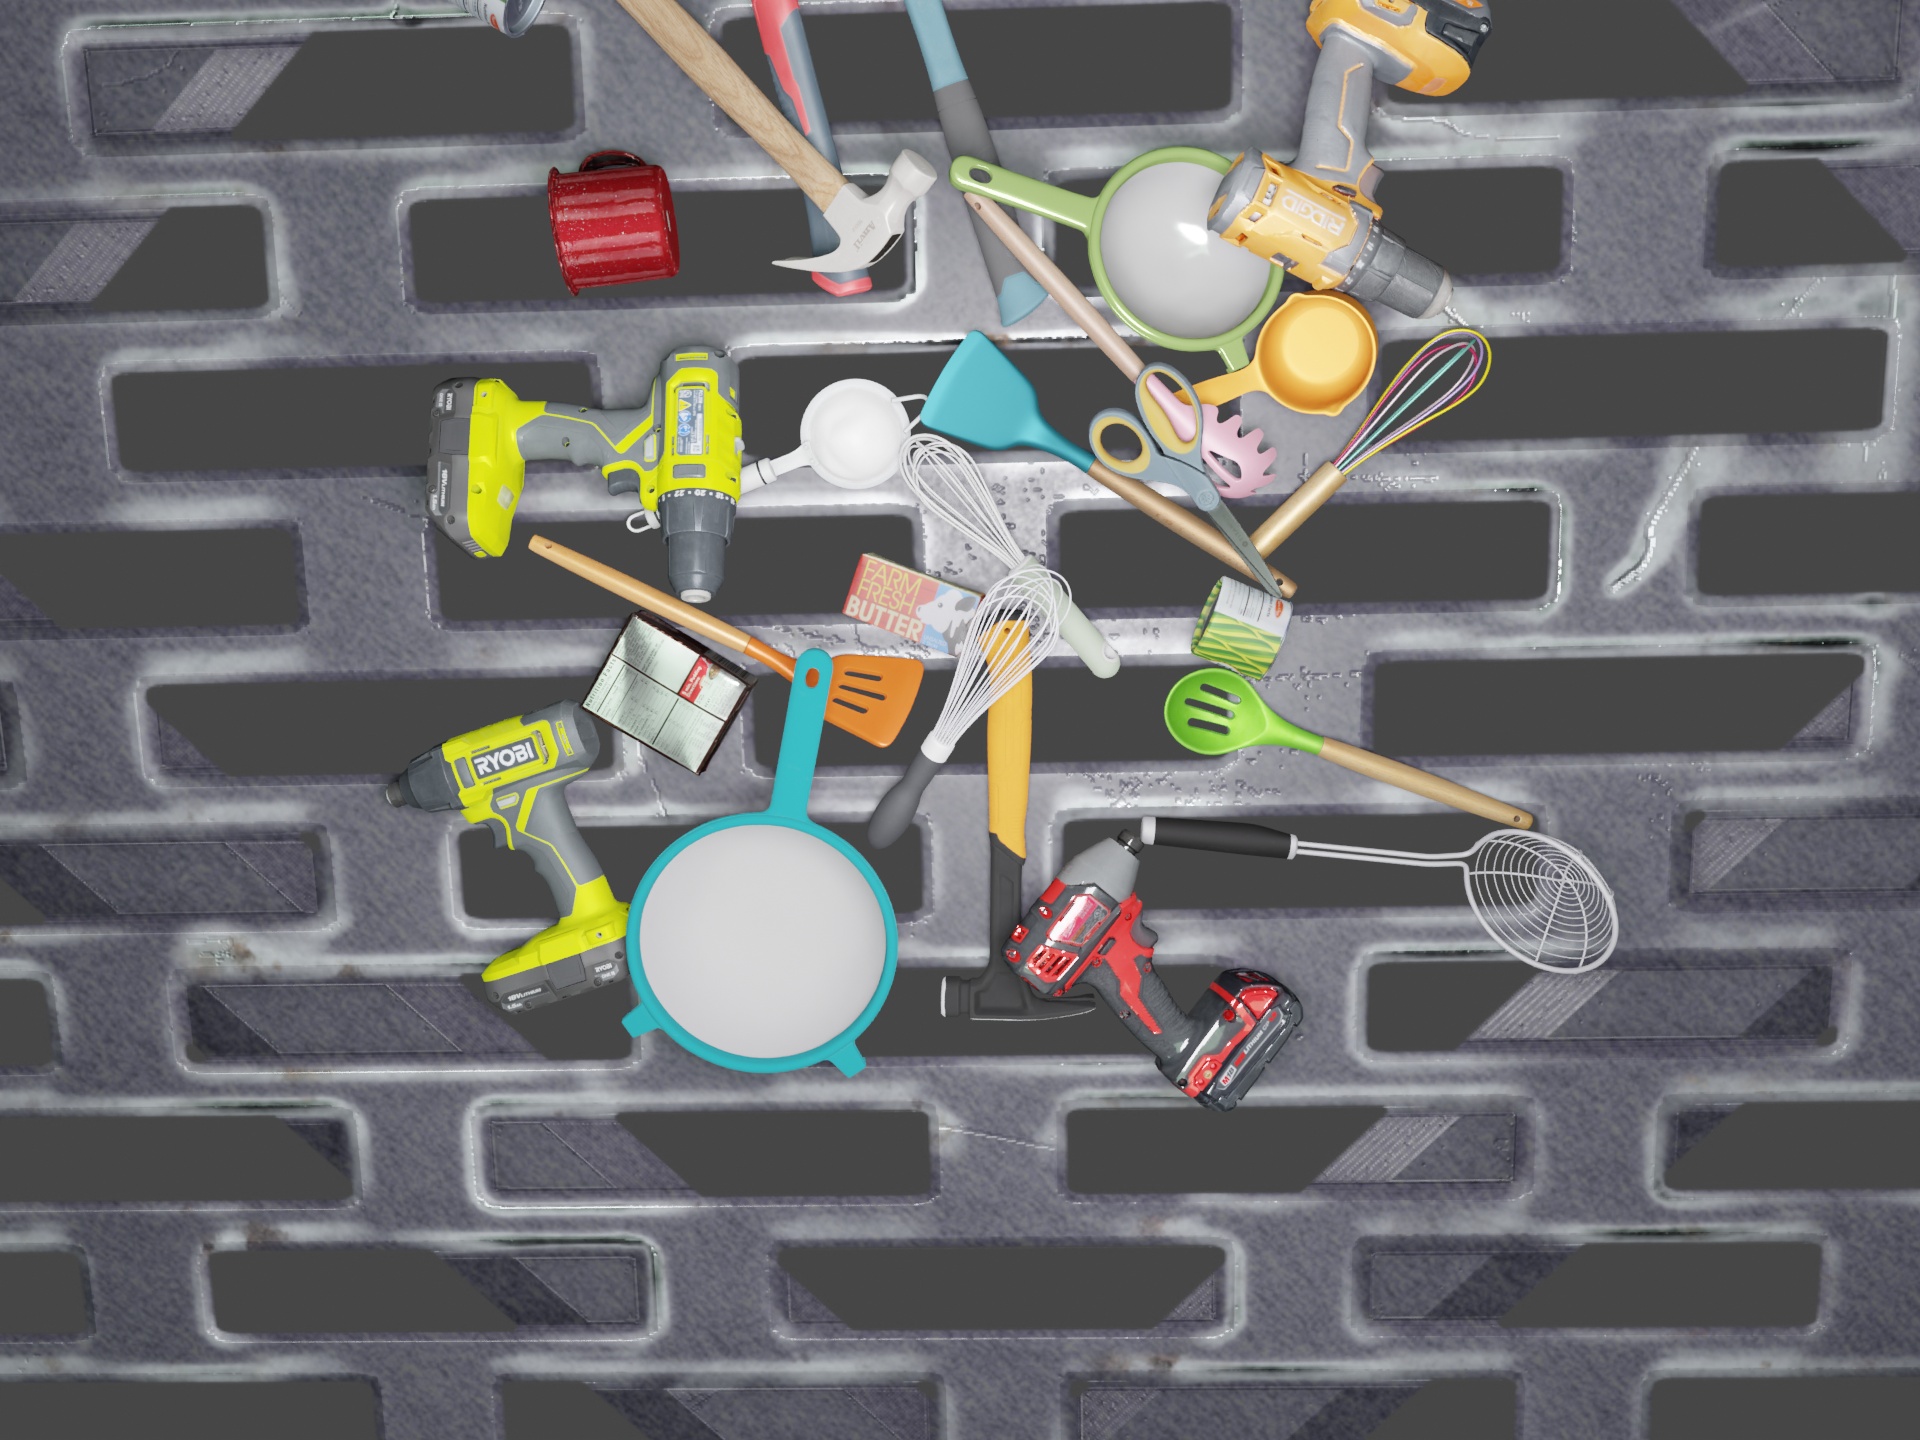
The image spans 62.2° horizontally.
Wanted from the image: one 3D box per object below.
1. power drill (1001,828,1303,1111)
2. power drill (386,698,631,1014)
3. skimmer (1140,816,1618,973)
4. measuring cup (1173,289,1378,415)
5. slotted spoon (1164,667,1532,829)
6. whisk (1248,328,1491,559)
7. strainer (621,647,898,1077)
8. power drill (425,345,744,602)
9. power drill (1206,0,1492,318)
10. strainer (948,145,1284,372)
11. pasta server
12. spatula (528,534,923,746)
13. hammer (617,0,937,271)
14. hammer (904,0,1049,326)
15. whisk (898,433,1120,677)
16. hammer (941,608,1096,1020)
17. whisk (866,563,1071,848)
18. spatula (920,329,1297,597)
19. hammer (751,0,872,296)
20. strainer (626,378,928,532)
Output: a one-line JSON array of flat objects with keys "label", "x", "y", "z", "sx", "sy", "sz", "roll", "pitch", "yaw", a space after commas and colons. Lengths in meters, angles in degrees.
[{"label": "power drill", "x": 0.154, "y": 0.194, "z": 1.257, "sx": 0.219, "sy": 0.078, "sz": 0.143, "roll": 38, "pitch": 87, "yaw": -11}, {"label": "power drill", "x": -0.351, "y": 0.112, "z": 1.282, "sx": 0.171, "sy": 0.080, "sz": 0.223, "roll": -19, "pitch": 95, "yaw": 5}, {"label": "skimmer", "x": 0.323, "y": 0.126, "z": 1.252, "sx": 0.363, "sy": 0.090, "sz": 0.127, "roll": 6, "pitch": 131, "yaw": 3}, {"label": "measuring cup", "x": 0.233, "y": -0.269, "z": 1.213, "sx": 0.173, "sy": 0.052, "sz": 0.095, "roll": -16, "pitch": 107, "yaw": 28}, {"label": "slotted spoon", "x": 0.310, "y": 0.031, "z": 1.269, "sx": 0.313, "sy": 0.031, "sz": 0.070, "roll": 19, "pitch": 100, "yaw": -3}, {"label": "whisk", "x": 0.308, "y": -0.205, "z": 1.221, "sx": 0.047, "sy": 0.051, "sz": 0.245, "roll": 43, "pitch": 101, "yaw": -11}, {"label": "strainer", "x": -0.141, "y": 0.104, "z": 1.261, "sx": 0.211, "sy": 0.095, "sz": 0.340, "roll": 11, "pitch": 100, "yaw": -2}, {"label": "power drill", "x": -0.278, "y": -0.181, "z": 1.203, "sx": 0.228, "sy": 0.080, "sz": 0.191, "roll": -1, "pitch": 78, "yaw": 3}, {"label": "power drill", "x": 0.300, "y": -0.413, "z": 1.142, "sx": 0.185, "sy": 0.084, "sz": 0.226, "roll": 24, "pitch": 87, "yaw": -9}, {"label": "strainer", "x": 0.110, "y": -0.356, "z": 1.174, "sx": 0.256, "sy": 0.069, "sz": 0.151, "roll": 16, "pitch": 84, "yaw": -9}, {"label": "pasta server", "x": 0.119, "y": -0.283, "z": 1.197, "sx": 0.316, "sy": 0.040, "sz": 0.060, "roll": 45, "pitch": 130, "yaw": -8}, {"label": "spatula", "x": -0.188, "y": -0.074, "z": 1.249, "sx": 0.322, "sy": 0.041, "sz": 0.081, "roll": 25, "pitch": 67, "yaw": -6}, {"label": "hammer", "x": -0.168, "y": -0.459, "z": 1.166, "sx": 0.331, "sy": 0.031, "sz": 0.130, "roll": 47, "pitch": 122, "yaw": 6}, {"label": "hammer", "x": -0.001, "y": -0.461, "z": 1.190, "sx": 0.128, "sy": 0.033, "sz": 0.331, "roll": -19, "pitch": 99, "yaw": 4}, {"label": "whisk", "x": 0.041, "y": -0.127, "z": 1.245, "sx": 0.246, "sy": 0.058, "sz": 0.059, "roll": 48, "pitch": 132, "yaw": -9}, {"label": "hammer", "x": 0.046, "y": 0.079, "z": 1.281, "sx": 0.127, "sy": 0.034, "sz": 0.337, "roll": 0, "pitch": 100, "yaw": 3}, {"label": "whisk", "x": -0.001, "y": -0.004, "z": 1.234, "sx": 0.070, "sy": 0.070, "sz": 0.284, "roll": 31, "pitch": 117, "yaw": -4}, {"label": "spatula", "x": 0.122, "y": -0.182, "z": 1.221, "sx": 0.317, "sy": 0.044, "sz": 0.082, "roll": 32, "pitch": 95, "yaw": 2}, {"label": "hammer", "x": -0.118, "y": -0.509, "z": 1.163, "sx": 0.143, "sy": 0.038, "sz": 0.386, "roll": -8, "pitch": 104, "yaw": 31}, {"label": "strainer", "x": -0.143, "y": -0.196, "z": 1.239, "sx": 0.258, "sy": 0.050, "sz": 0.086, "roll": -20, "pitch": 113, "yaw": 9}]
